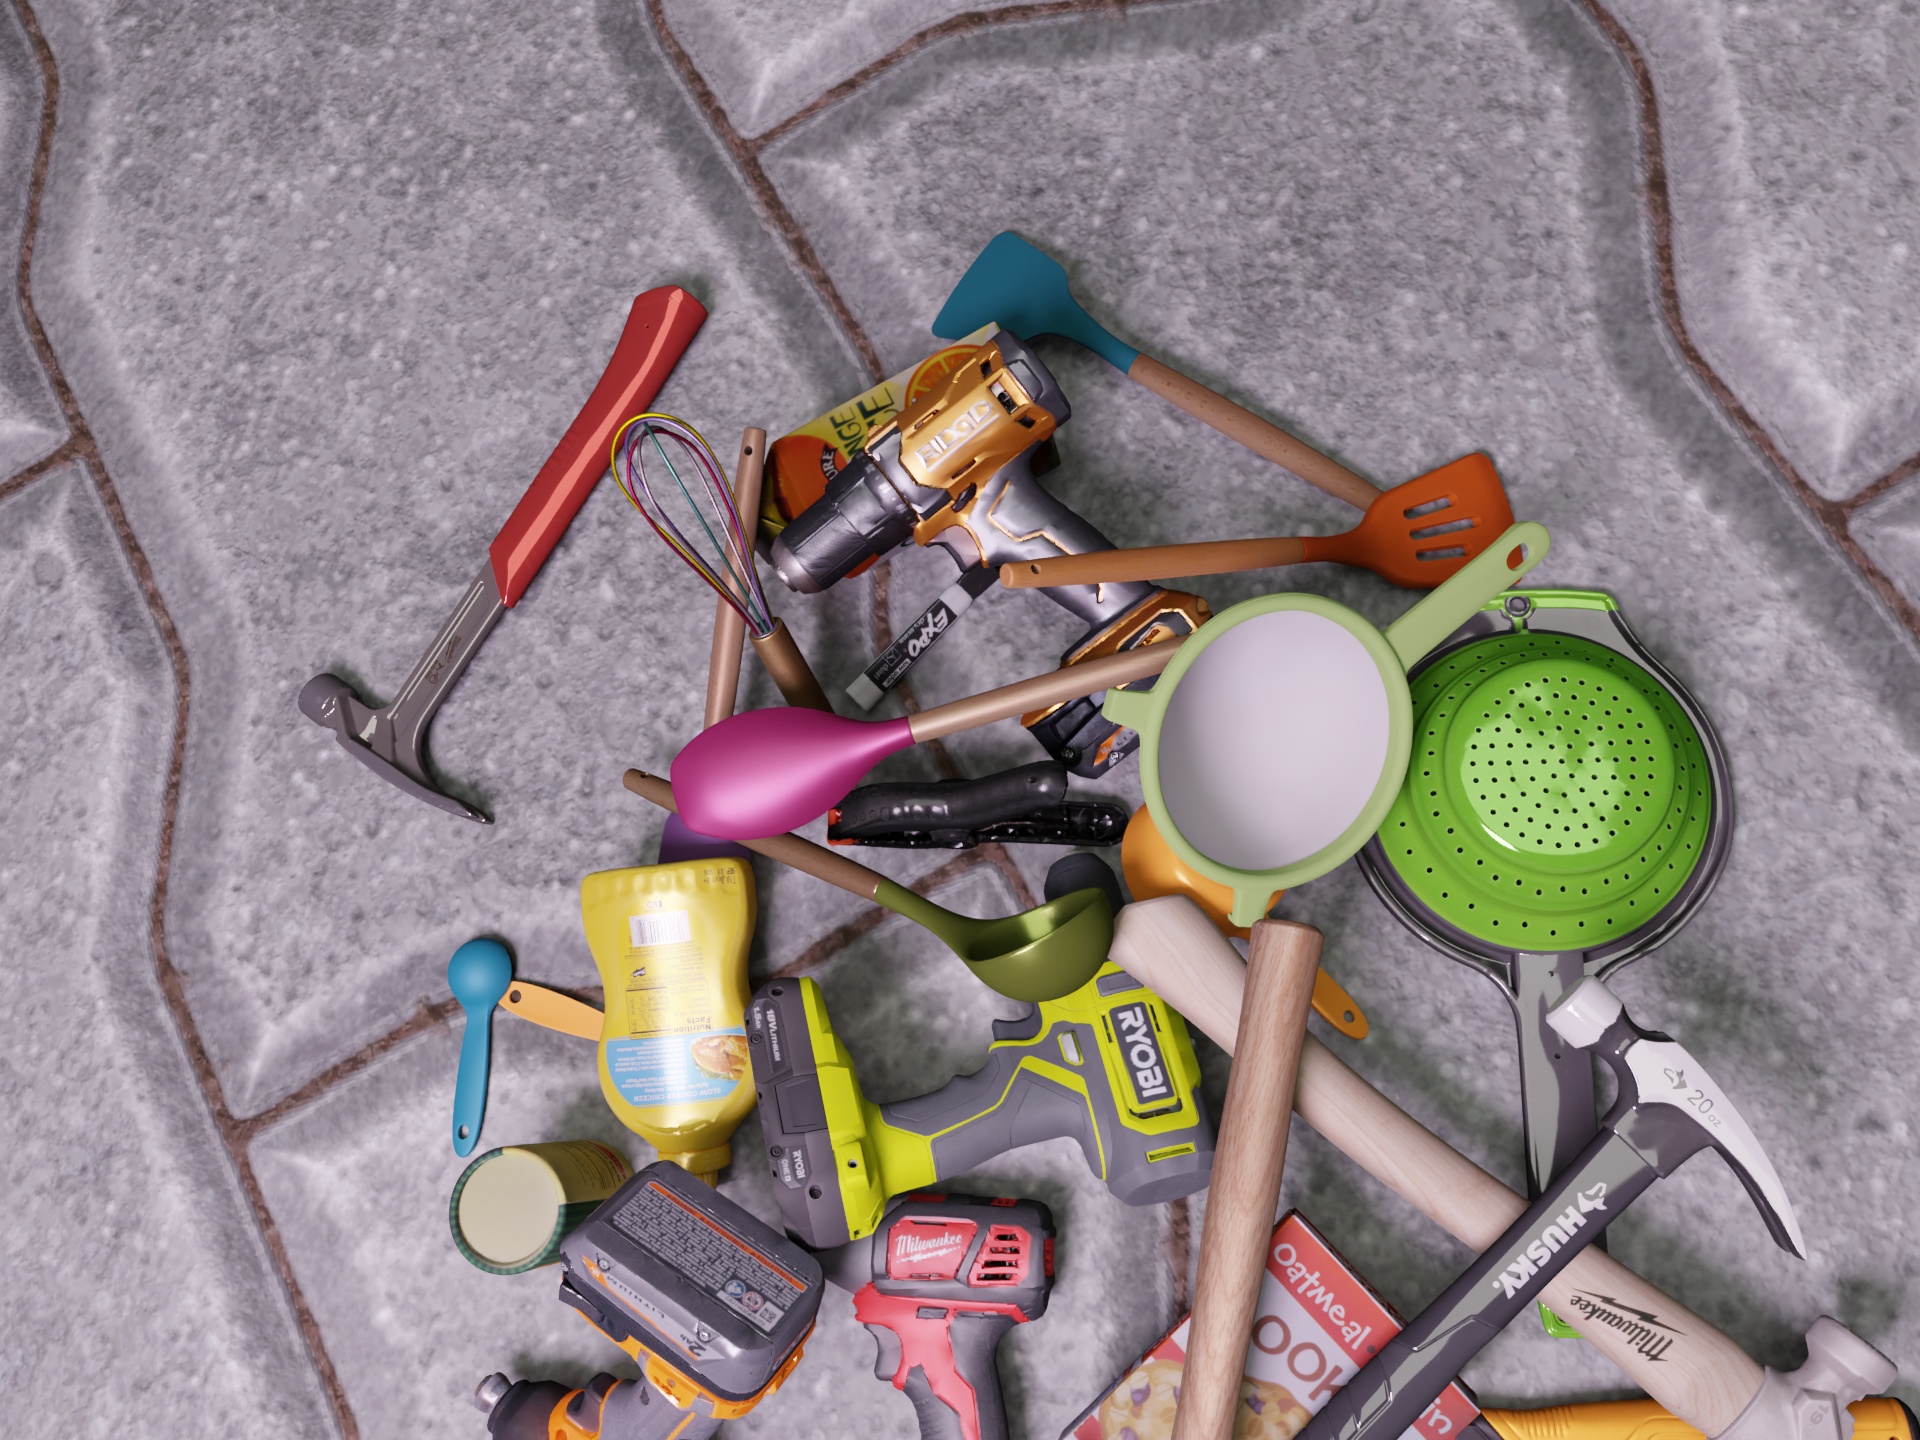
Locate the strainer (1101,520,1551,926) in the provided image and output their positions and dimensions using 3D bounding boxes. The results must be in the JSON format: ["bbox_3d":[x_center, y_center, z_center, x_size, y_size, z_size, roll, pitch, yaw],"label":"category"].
[{"bbox_3d":[0.190,-0.026,0.819,0.256,0.069,0.151,-37,111,-9],"label":"strainer"}]

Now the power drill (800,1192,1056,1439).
[{"bbox_3d":[-0.025,0.360,0.829,0.143,0.078,0.220,1,74,9],"label":"power drill"}]

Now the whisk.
[{"bbox_3d":[-0.122,-0.067,0.882,0.047,0.244,0.051,-38,36,-14],"label":"whisk"}]

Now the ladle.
[{"bbox_3d":[-0.062,0.071,0.853,0.320,0.078,0.062,20,121,29],"label":"ladle"}]

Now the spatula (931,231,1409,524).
[{"bbox_3d":[0.128,-0.200,0.961,0.317,0.044,0.082,33,84,11],"label":"spatula"}]

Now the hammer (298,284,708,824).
[{"bbox_3d":[-0.263,-0.116,1.006,0.149,0.036,0.359,31,84,16],"label":"hammer"}]

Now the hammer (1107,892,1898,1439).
[{"bbox_3d":[0.232,0.235,0.779,0.411,0.038,0.146,38,89,12],"label":"hammer"}]

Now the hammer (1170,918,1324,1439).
[{"bbox_3d":[0.124,0.257,0.743,0.130,0.031,0.331,6,76,24],"label":"hammer"}]

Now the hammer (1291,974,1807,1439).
[{"bbox_3d":[0.231,0.286,0.735,0.335,0.035,0.146,-46,77,1],"label":"hammer"}]

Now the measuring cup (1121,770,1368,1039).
[{"bbox_3d":[0.166,0.101,0.855,0.095,0.052,0.174,-40,81,-26],"label":"measuring cup"}]

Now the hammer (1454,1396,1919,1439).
[{"bbox_3d":[0.293,0.349,0.792,0.337,0.034,0.127,-5,77,9],"label":"hammer"}]

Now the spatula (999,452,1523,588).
[{"bbox_3d":[0.167,-0.094,0.856,0.322,0.041,0.081,-8,79,-28],"label":"spatula"}]

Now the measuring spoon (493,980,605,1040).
[{"bbox_3d":[-0.226,0.177,0.944,0.117,0.011,0.021,15,84,17],"label":"measuring spoon"}]

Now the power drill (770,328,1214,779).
[{"bbox_3d":[0.022,-0.074,0.882,0.185,0.084,0.226,-38,95,4],"label":"power drill"}]

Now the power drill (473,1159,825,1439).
[{"bbox_3d":[-0.169,0.338,0.814,0.164,0.084,0.226,29,119,15],"label":"power drill"}]

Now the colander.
[{"bbox_3d":[0.306,0.110,0.815,0.204,0.094,0.397,-2,76,10],"label":"colander"}]

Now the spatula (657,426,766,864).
[{"bbox_3d":[-0.137,-0.011,0.924,0.060,0.018,0.316,9,97,12],"label":"spatula"}]

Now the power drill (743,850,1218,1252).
[{"bbox_3d":[0.007,0.173,0.840,0.228,0.080,0.191,-11,59,-7],"label":"power drill"}]

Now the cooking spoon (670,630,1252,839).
[{"bbox_3d":[-0.001,-0.003,0.841,0.319,0.017,0.069,-16,85,4],"label":"cooking spoon"}]

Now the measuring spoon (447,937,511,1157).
[{"bbox_3d":[-0.293,0.193,0.942,0.042,0.021,0.129,-2,77,22],"label":"measuring spoon"}]
